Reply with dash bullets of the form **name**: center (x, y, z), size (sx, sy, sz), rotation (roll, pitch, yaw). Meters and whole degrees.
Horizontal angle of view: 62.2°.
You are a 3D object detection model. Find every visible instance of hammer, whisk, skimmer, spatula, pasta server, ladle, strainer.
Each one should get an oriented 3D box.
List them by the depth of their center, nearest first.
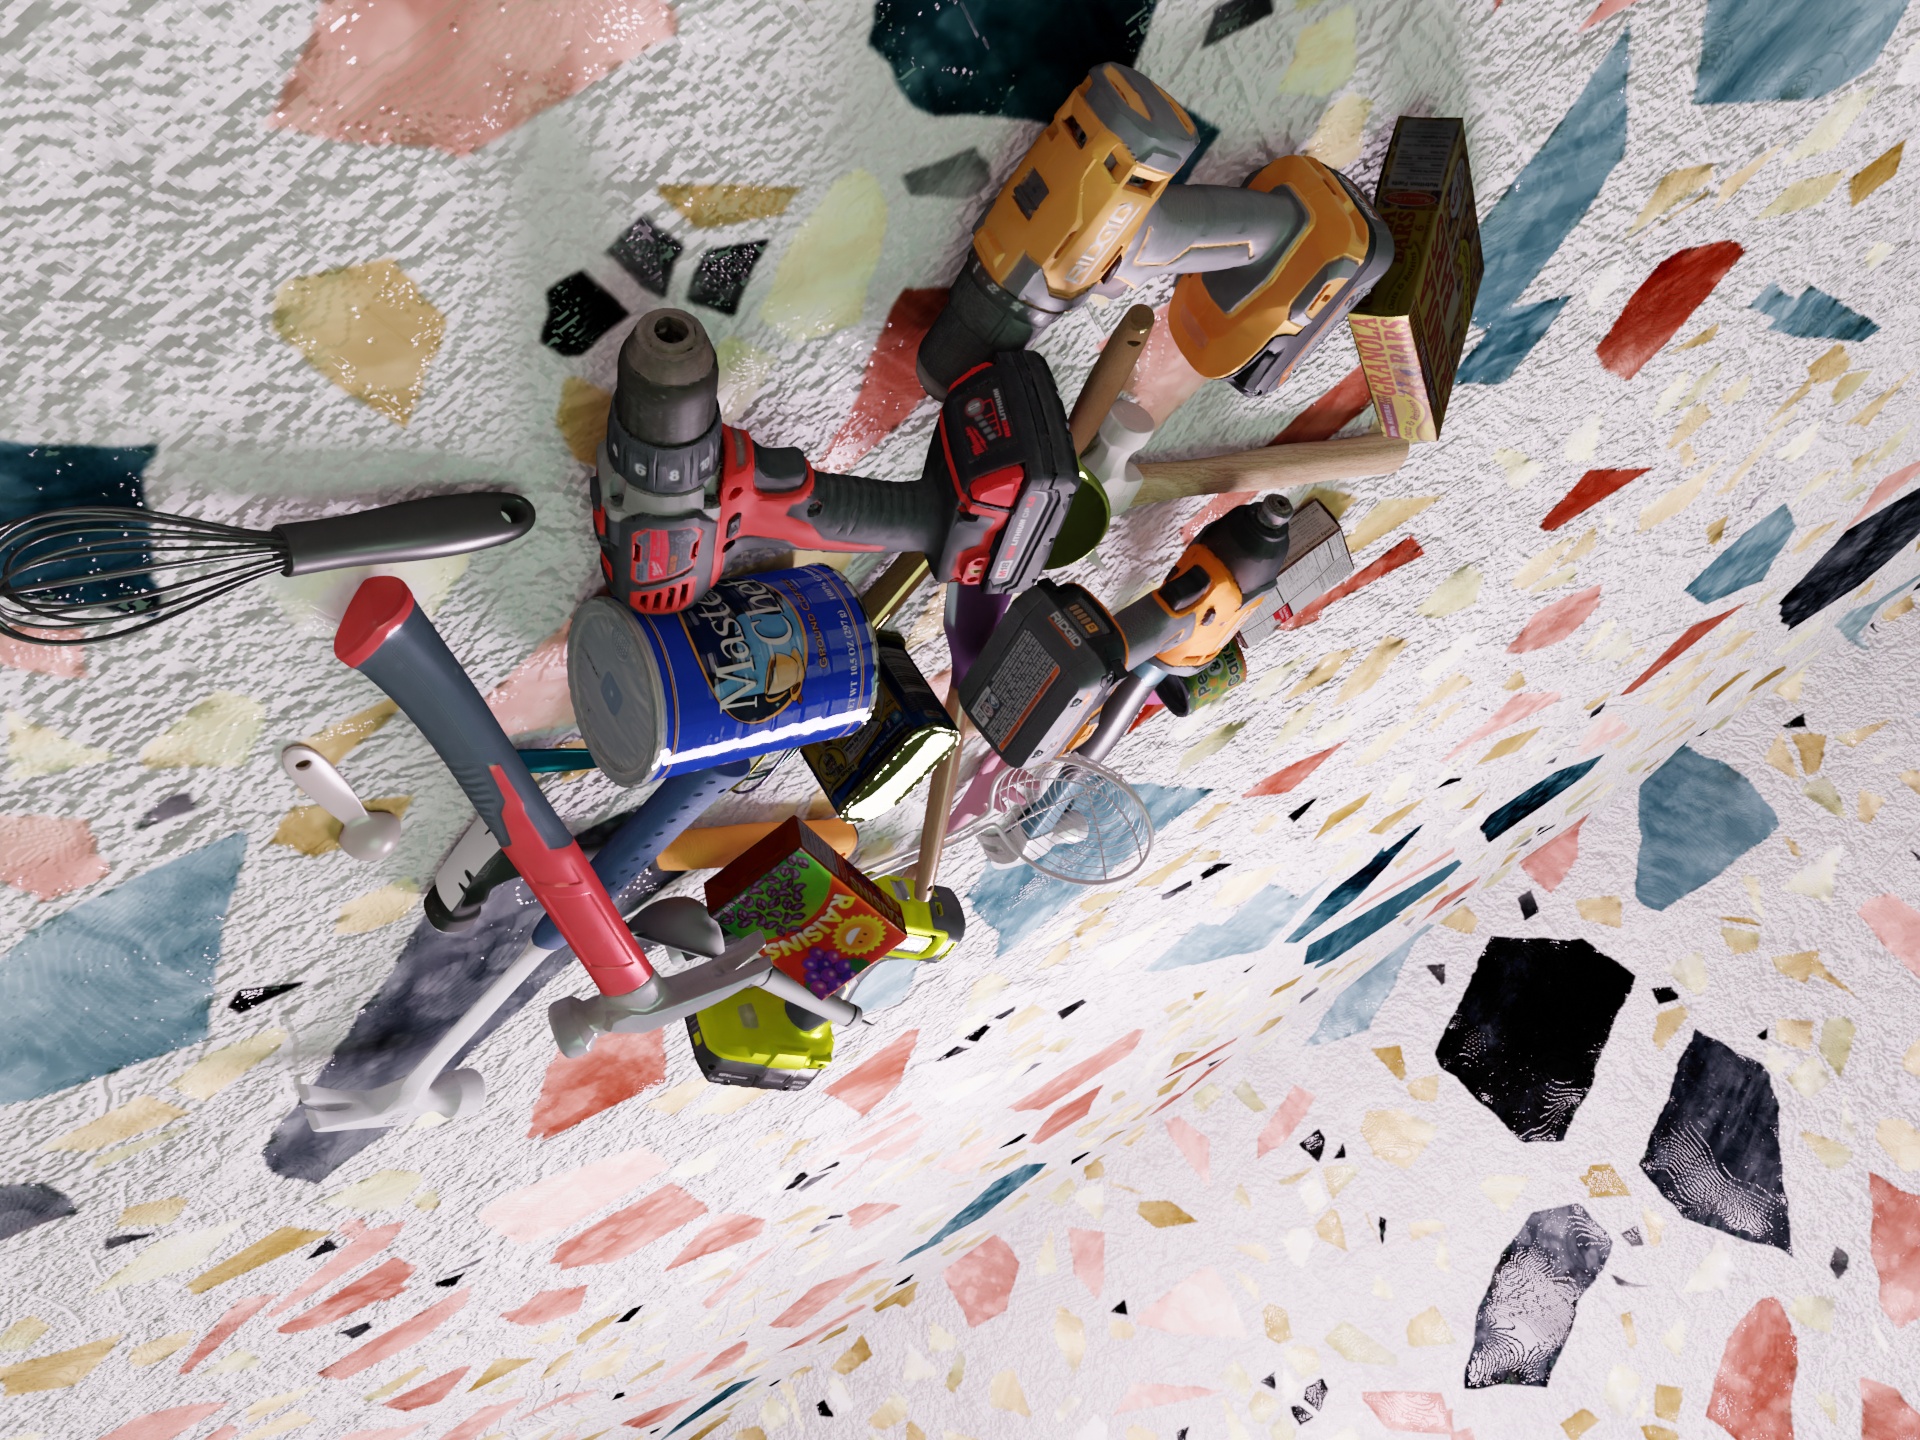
- **whisk**: center (-0.290, -0.075, 0.680), size (0.239, 0.055, 0.055), rotation (-17, 150, -42)
- **ladle**: center (0.063, -0.142, 0.838), size (0.078, 0.062, 0.320), rotation (3, 173, -5)
- **hammer**: center (-0.222, 0.060, 0.883), size (0.143, 0.038, 0.385), rotation (-22, 139, -6)
- **whisk**: center (-0.077, -0.046, 0.992), size (0.245, 0.051, 0.047), rotation (-47, 172, 18)
- **hammer**: center (-0.275, 0.148, 1.020), size (0.405, 0.035, 0.144), rotation (-44, 153, 25)
- **spatula**: center (-0.002, -0.003, 1.069), size (0.059, 0.018, 0.315), rotation (-15, 130, -35)
- **hammer**: center (-0.190, 0.083, 1.085), size (0.336, 0.034, 0.127), rotation (1, 139, -50)
- **hammer**: center (0.196, -0.170, 1.093), size (0.331, 0.031, 0.130), rotation (-13, 147, -37)
- **strainer**: center (-0.152, 0.177, 1.149), size (0.258, 0.087, 0.050), rotation (35, 74, -38)
- **skimmer**: center (-0.039, 0.121, 1.171), size (0.363, 0.090, 0.127), rotation (-21, 125, -7)
- **hammer**: center (0.101, 0.033, 1.307), size (0.128, 0.033, 0.330), rotation (-19, 156, -29)
- **pasta server**: center (-0.015, 0.112, 1.336), size (0.040, 0.060, 0.316), rotation (26, 131, -11)

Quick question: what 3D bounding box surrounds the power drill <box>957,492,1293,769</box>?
- **power drill**: center (0.120, -0.068, 1.039), size (0.226, 0.084, 0.164), rotation (-27, 161, -36)

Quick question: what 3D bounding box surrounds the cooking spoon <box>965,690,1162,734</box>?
- **cooking spoon**: center (0.102, -0.017, 1.268), size (0.318, 0.017, 0.068), rotation (-11, 145, -40)

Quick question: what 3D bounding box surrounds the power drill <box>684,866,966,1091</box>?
- **power drill**: center (-0.129, 0.204, 1.306), size (0.190, 0.080, 0.228), rotation (16, 126, -39)

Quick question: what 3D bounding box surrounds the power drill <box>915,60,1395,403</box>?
- **power drill**: center (0.096, -0.227, 0.824), size (0.226, 0.084, 0.185), rotation (-1, 144, -43)

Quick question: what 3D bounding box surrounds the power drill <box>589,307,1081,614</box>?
- **power drill**: center (-0.062, -0.125, 0.762), size (0.226, 0.080, 0.187), rotation (-5, 153, -16)

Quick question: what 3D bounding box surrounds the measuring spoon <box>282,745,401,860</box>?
- **measuring spoon**: center (-0.337, 0.048, 0.867), size (0.034, 0.018, 0.124), rotation (-28, 153, -11)

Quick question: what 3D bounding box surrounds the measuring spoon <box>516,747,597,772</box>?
- **measuring spoon**: center (-0.227, 0.016, 0.950), size (0.128, 0.021, 0.042), rotation (-2, 142, -34)
